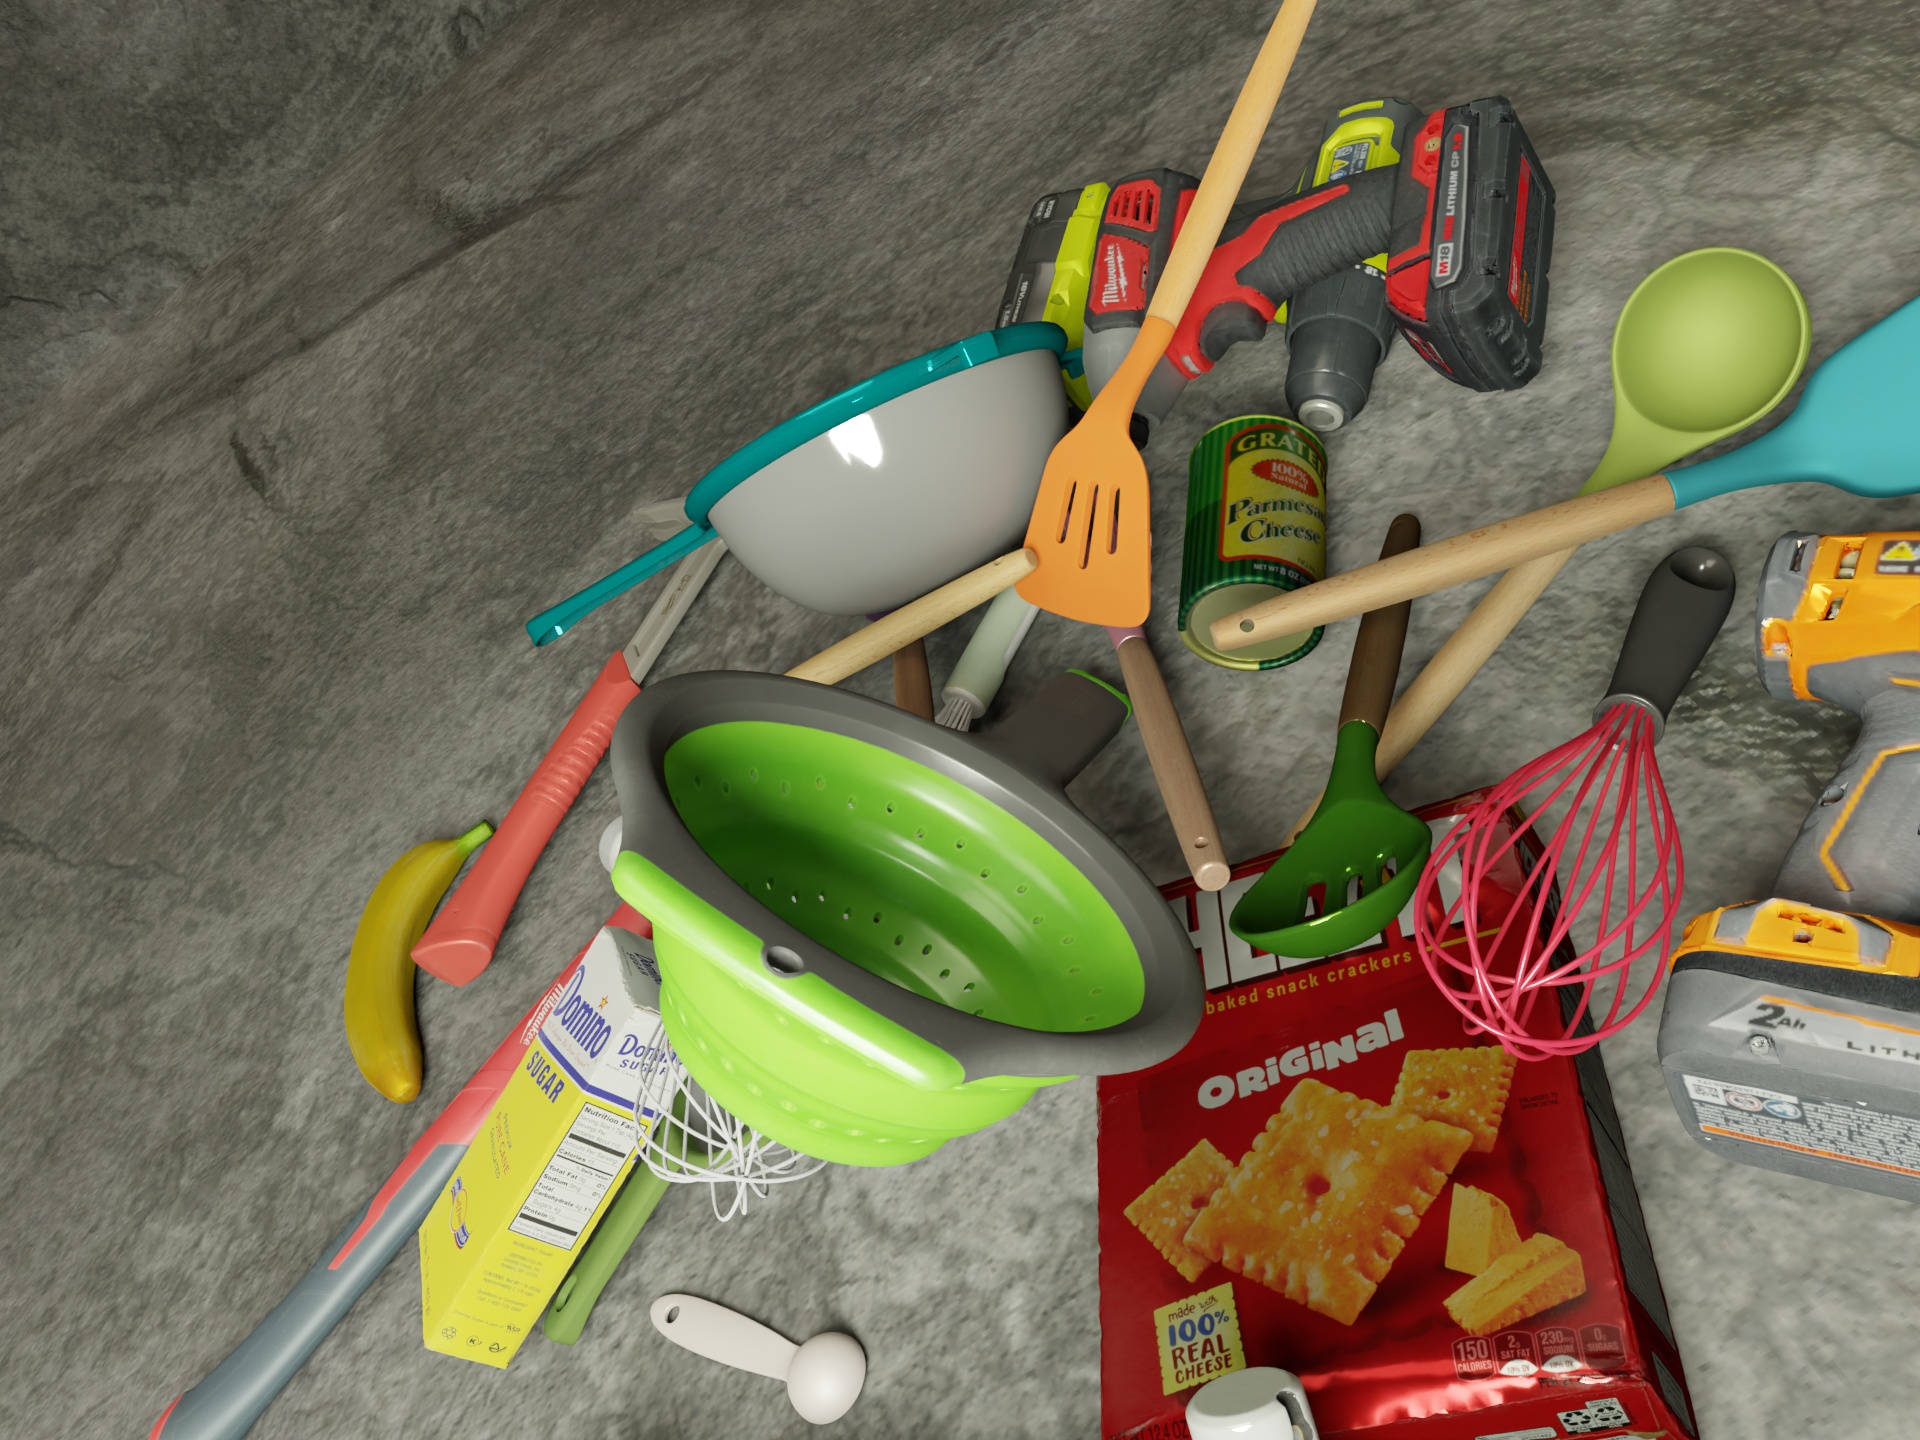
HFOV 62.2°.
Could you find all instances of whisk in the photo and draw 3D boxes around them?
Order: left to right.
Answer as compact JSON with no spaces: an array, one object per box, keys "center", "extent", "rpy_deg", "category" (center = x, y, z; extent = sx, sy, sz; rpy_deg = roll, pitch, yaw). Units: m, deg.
[{"center":[-0.102,0.109,0.647],"extent":[0.070,0.070,0.285],"rpy_deg":[-41,22,0],"category":"whisk"},{"center":[-0.001,-0.003,0.799],"extent":[0.059,0.057,0.246],"rpy_deg":[23,62,11],"category":"whisk"},{"center":[0.219,0.011,0.530],"extent":[0.073,0.073,0.296],"rpy_deg":[-2,29,38],"category":"whisk"}]

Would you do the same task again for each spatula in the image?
[{"center":[-0.024,-0.035,0.811],"extent":[0.060,0.018,0.316],"rpy_deg":[-30,25,11],"category":"spatula"},{"center":[0.106,-0.200,0.736],"extent":[0.081,0.041,0.322],"rpy_deg":[18,81,42],"category":"spatula"},{"center":[0.250,-0.084,0.616],"extent":[0.317,0.044,0.082],"rpy_deg":[-18,83,8],"category":"spatula"}]

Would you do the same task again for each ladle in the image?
[{"center":[-0.080,-0.020,0.827],"extent":[0.315,0.031,0.069],"rpy_deg":[-26,29,37],"category":"ladle"},{"center":[0.232,-0.064,0.655],"extent":[0.320,0.062,0.078],"rpy_deg":[-49,56,-5],"category":"ladle"}]

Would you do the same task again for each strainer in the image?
[{"center":[-0.092,0.176,0.695],"extent":[0.256,0.069,0.152],"rpy_deg":[-57,26,8],"category":"strainer"},{"center":[-0.079,-0.085,0.826],"extent":[0.340,0.095,0.211],"rpy_deg":[-26,1,21],"category":"strainer"}]

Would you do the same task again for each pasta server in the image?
[{"center":[0.079,-0.025,0.708],"extent":[0.060,0.040,0.316],"rpy_deg":[-21,28,7],"category":"pasta server"}]

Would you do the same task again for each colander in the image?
[{"center":[-0.006,0.058,0.594],"extent":[0.094,0.204,0.397],"rpy_deg":[-62,-10,20],"category":"colander"}]

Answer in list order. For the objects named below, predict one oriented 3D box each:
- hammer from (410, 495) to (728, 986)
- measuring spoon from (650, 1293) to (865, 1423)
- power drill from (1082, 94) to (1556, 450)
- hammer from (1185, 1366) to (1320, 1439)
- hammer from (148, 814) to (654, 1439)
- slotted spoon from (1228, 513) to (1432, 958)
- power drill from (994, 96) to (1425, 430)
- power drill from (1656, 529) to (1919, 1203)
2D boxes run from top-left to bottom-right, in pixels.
[{"center":[-0.228,-0.002,0.976],"extent":[0.149,0.036,0.359],"rpy_deg":[1,53,40],"category":"hammer"},{"center":[-0.089,0.252,0.646],"extent":[0.124,0.018,0.034],"rpy_deg":[1,55,40],"category":"measuring spoon"},{"center":[0.158,-0.204,0.756],"extent":[0.220,0.078,0.143],"rpy_deg":[0,73,36],"category":"power drill"},{"center":[-0.015,0.280,0.510],"extent":[0.335,0.146,0.035],"rpy_deg":[-18,-1,40],"category":"hammer"},{"center":[-0.248,0.220,0.790],"extent":[0.386,0.038,0.143],"rpy_deg":[-51,42,-12],"category":"hammer"},{"center":[0.158,-0.008,0.610],"extent":[0.070,0.031,0.314],"rpy_deg":[-24,21,32],"category":"slotted spoon"},{"center":[0.139,-0.234,0.873],"extent":[0.228,0.080,0.191],"rpy_deg":[0,63,36],"category":"power drill"},{"center":[0.315,0.031,0.480],"extent":[0.164,0.084,0.227],"rpy_deg":[4,53,40],"category":"power drill"}]
